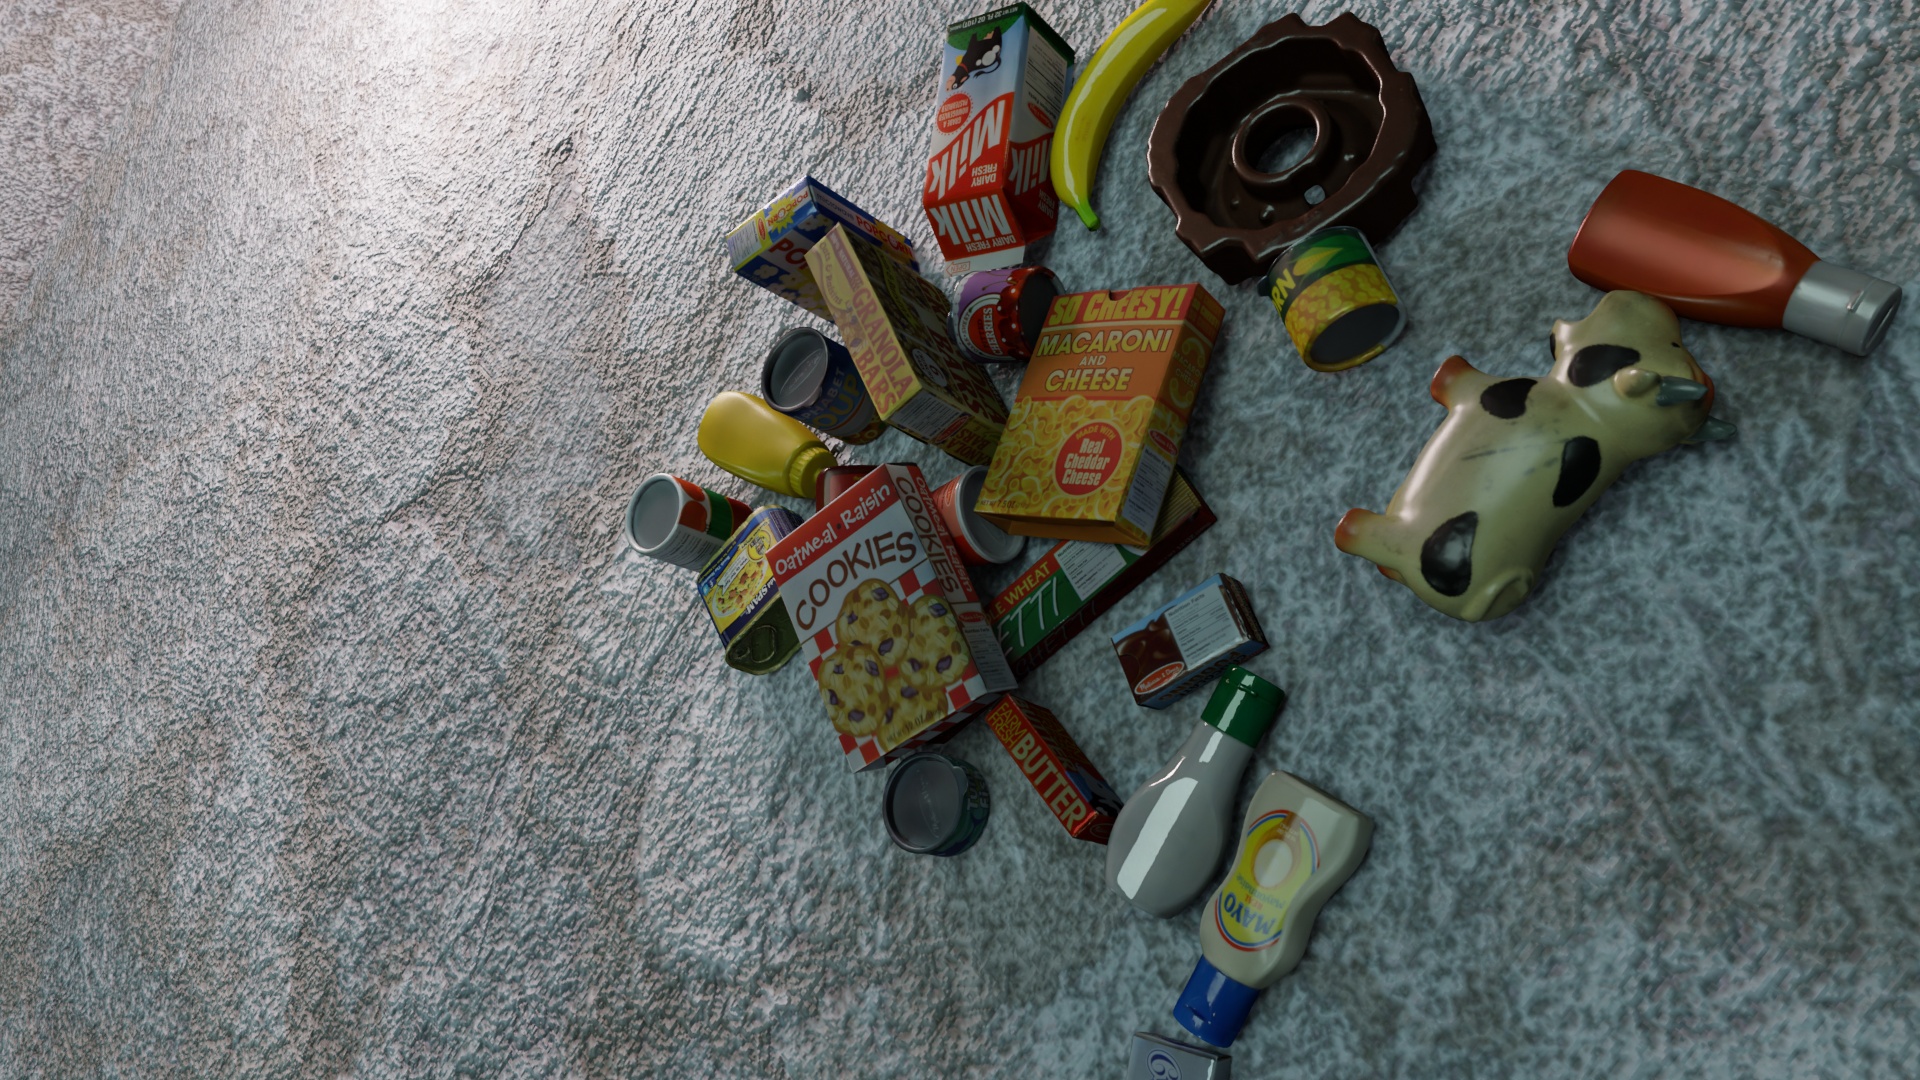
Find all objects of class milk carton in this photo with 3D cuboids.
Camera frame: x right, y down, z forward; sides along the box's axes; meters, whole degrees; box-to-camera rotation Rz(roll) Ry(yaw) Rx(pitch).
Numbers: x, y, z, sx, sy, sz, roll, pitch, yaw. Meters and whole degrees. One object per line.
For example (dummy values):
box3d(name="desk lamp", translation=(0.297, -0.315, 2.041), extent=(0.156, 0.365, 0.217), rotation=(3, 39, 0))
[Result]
box3d(name="milk carton", translation=(0.027, -0.284, 1.014), extent=(0.072, 0.073, 0.191), rotation=(-4, 73, 36))

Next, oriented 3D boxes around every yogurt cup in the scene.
box3d(name="yogurt cup", translation=(0.003, -0.012, 0.945), extent=(0.054, 0.072, 0.072), rotation=(-19, 64, 40))

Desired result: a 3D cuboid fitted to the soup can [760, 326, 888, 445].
box3d(name="soup can", translation=(-0.096, -0.112, 1.040), extent=(0.071, 0.084, 0.071), rotation=(-13, 68, 34))

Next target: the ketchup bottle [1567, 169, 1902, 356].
box3d(name="ketchup bottle", translation=(0.393, -0.139, 0.709), extent=(0.149, 0.043, 0.064), rotation=(36, 98, 39))

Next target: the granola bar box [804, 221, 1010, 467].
box3d(name="granola bar box", translation=(-0.032, -0.133, 0.973), extent=(0.039, 0.124, 0.166), rotation=(-40, 55, 21))

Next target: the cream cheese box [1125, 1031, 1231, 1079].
box3d(name="cream cheese box", translation=(0.114, 0.331, 0.768), extent=(0.053, 0.024, 0.104), rotation=(4, 77, 37))

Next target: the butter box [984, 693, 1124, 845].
box3d(name="butter box", translation=(0.061, 0.141, 0.855), extent=(0.024, 0.053, 0.104), rotation=(-48, 53, 12))

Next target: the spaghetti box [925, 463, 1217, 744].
box3d(name="spaghetti box", translation=(0.056, 0.043, 0.908), extent=(0.249, 0.028, 0.050), rotation=(-41, 55, 18))

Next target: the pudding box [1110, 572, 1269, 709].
box3d(name="pudding box", translation=(0.138, 0.061, 0.840), extent=(0.083, 0.030, 0.050), rotation=(-34, 58, 23))

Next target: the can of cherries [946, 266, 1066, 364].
box3d(name="can of cherries", translation=(0.034, -0.155, 0.966), extent=(0.058, 0.071, 0.071), rotation=(4, 77, 37))

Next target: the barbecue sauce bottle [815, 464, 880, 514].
box3d(name="barbecue sauce bottle", translation=(-0.069, 0.022, 0.991), extent=(0.043, 0.065, 0.149), rotation=(142, 127, -69))

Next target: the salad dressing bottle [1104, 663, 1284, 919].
box3d(name="salad dressing bottle", translation=(0.137, 0.143, 0.802), extent=(0.064, 0.044, 0.147), rotation=(29, 89, 18))

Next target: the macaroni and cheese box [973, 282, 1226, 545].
box3d(name="macaroni and cheese box", translation=(0.089, -0.083, 0.895), extent=(0.123, 0.040, 0.167), rotation=(5, 69, 46))

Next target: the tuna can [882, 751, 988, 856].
box3d(name="tuna can", translation=(-0.014, 0.172, 0.913), extent=(0.071, 0.033, 0.071), rotation=(-13, 68, 33))

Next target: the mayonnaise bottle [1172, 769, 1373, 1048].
box3d(name="mayonnaise bottle", translation=(0.166, 0.204, 0.762), extent=(0.065, 0.041, 0.148), rotation=(28, 92, 38))

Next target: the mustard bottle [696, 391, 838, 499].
box3d(name="mustard bottle", translation=(-0.140, -0.066, 1.080), extent=(0.160, 0.049, 0.065), rotation=(30, 94, 39))

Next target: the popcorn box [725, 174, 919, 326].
box3d(name="popcorn box", translation=(-0.103, -0.217, 1.054), extent=(0.085, 0.126, 0.038), rotation=(-31, 62, 26))

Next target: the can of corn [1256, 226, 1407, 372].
box3d(name="can of corn", translation=(0.220, -0.141, 0.823), extent=(0.071, 0.071, 0.058), rotation=(-33, 58, 24))

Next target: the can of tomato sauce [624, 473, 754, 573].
box3d(name="can of tomato sauce", translation=(-0.212, -0.012, 1.092), extent=(0.071, 0.083, 0.071), rotation=(-12, 68, 33))

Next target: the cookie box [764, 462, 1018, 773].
box3d(name="cookie box", translation=(-0.049, 0.050, 0.916), extent=(0.122, 0.040, 0.168), rotation=(-35, 70, 29))
